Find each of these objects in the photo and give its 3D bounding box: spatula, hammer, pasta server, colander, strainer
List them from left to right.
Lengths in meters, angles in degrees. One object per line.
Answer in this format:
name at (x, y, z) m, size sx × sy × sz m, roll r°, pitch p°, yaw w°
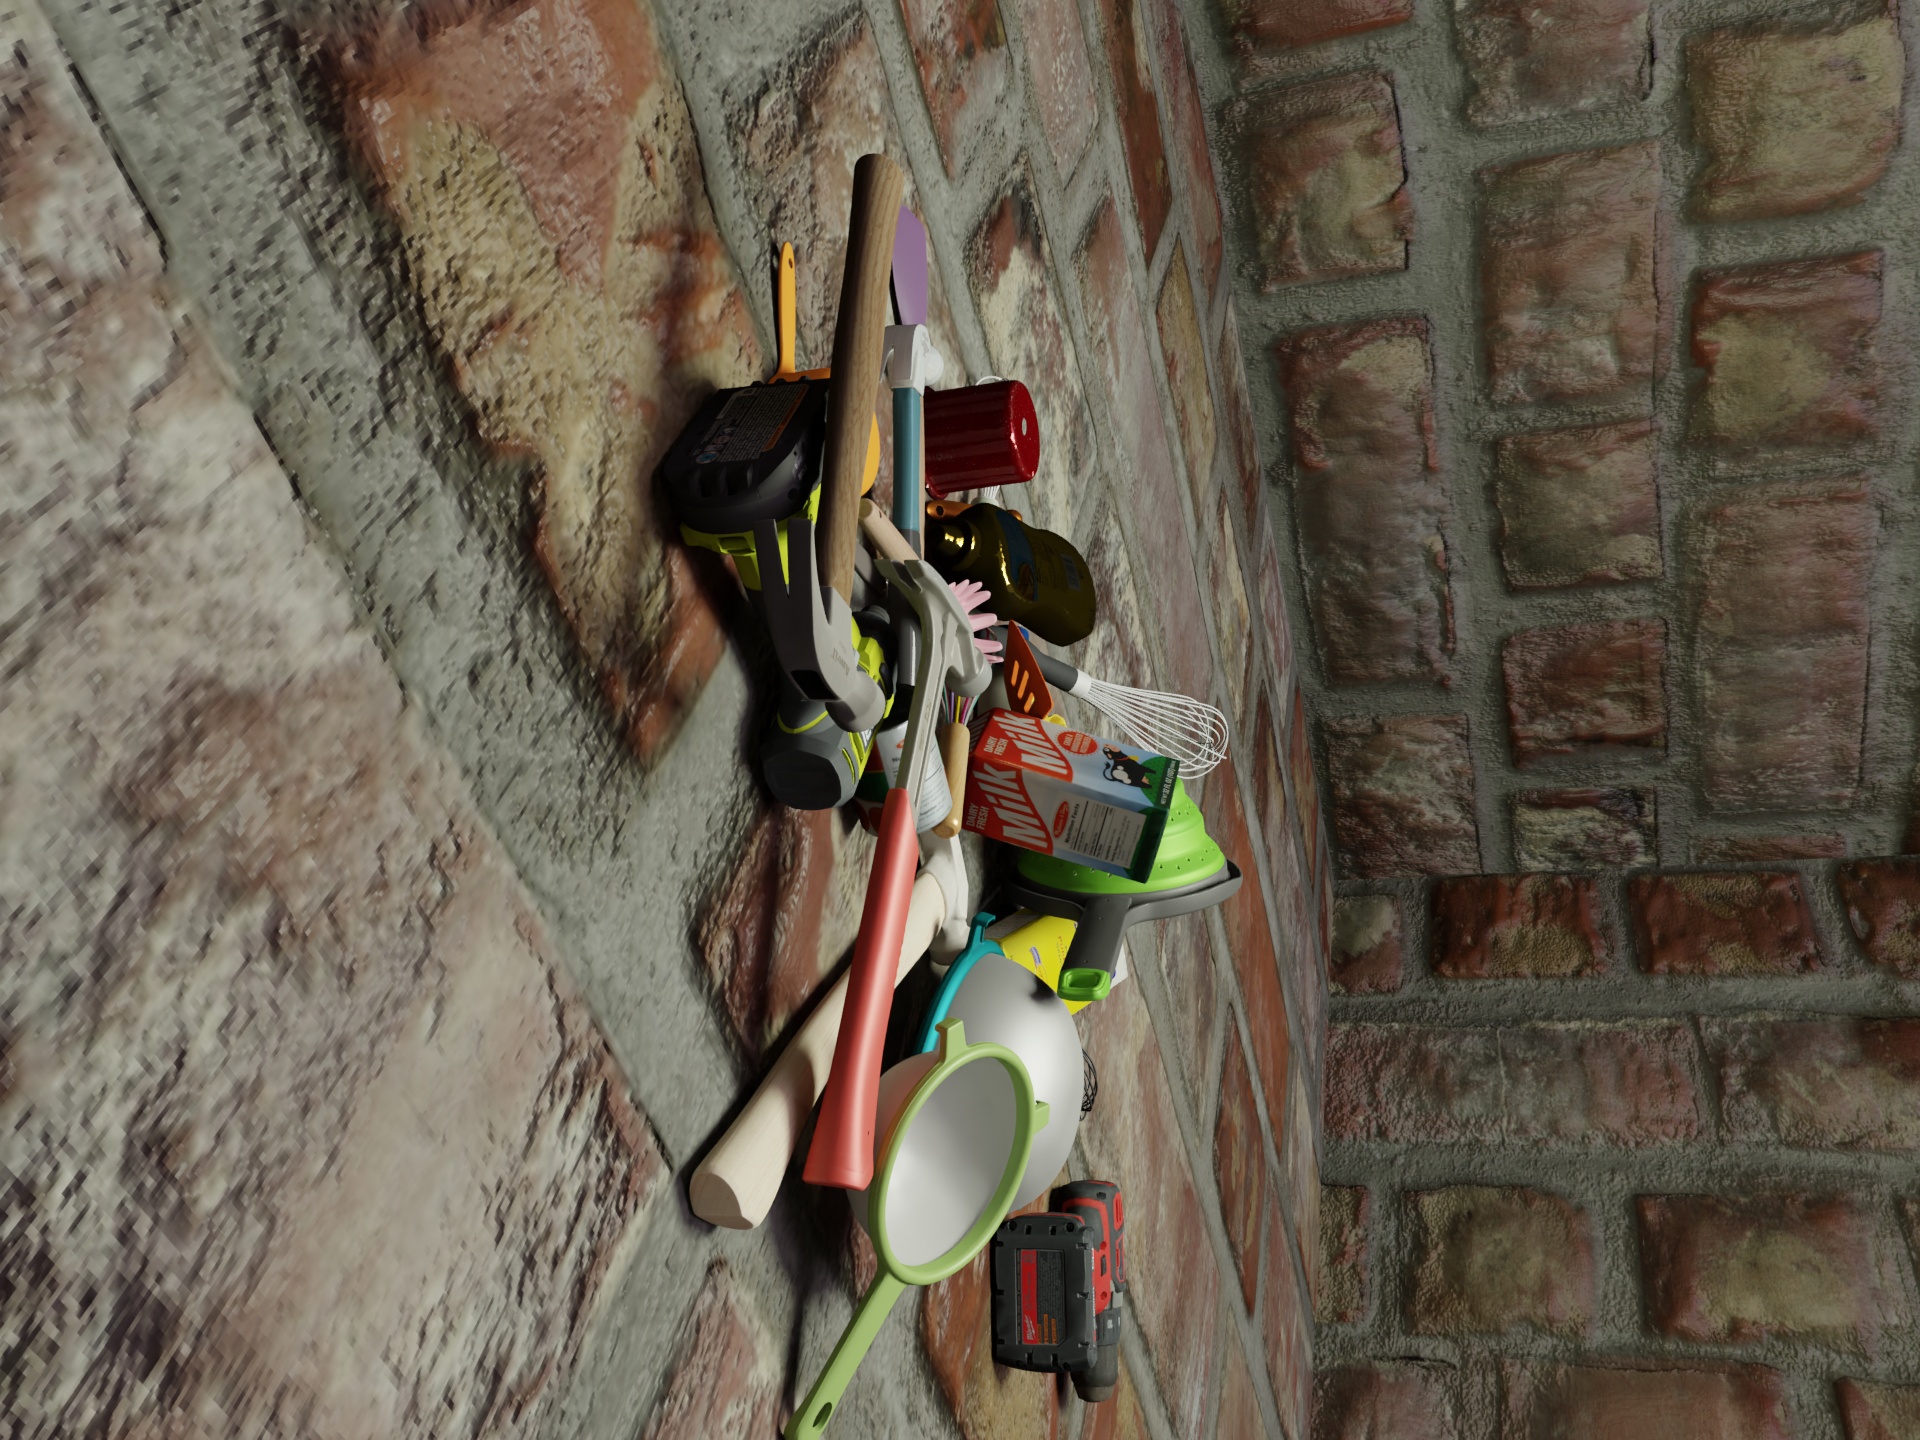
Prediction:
hammer at (-0.071, 0.170, 1.002) m, size 0.411 × 0.038 × 0.146 m, roll -49°, pitch 130°, yaw -64°
hammer at (-0.061, -0.169, 0.862) m, size 0.130 × 0.031 × 0.331 m, roll 55°, pitch 37°, yaw -62°
strainer at (-0.049, 0.304, 0.960) m, size 0.256 × 0.069 × 0.151 m, roll -59°, pitch 140°, yaw -18°
hammer at (-0.043, 0.088, 0.933) m, size 0.149 × 0.037 × 0.359 m, roll 53°, pitch 43°, yaw -59°
hammer at (-0.039, -0.121, 1.139) m, size 0.128 × 0.033 × 0.331 m, roll 16°, pitch 74°, yaw -79°
spatula at (-0.038, -0.252, 1.228) m, size 0.059 × 0.018 × 0.316 m, roll 25°, pitch 61°, yaw -61°
pasta server at (-0.019, -0.092, 1.050) m, size 0.316 × 0.040 × 0.060 m, roll 45°, pitch 33°, yaw -75°
strainer at (0.047, 0.304, 1.177) m, size 0.340 × 0.095 × 0.211 m, roll 71°, pitch 34°, yaw -52°
spatula at (0.083, 0.013, 1.350) m, size 0.081 × 0.041 × 0.322 m, roll 65°, pitch 7°, yaw 25°
colander at (0.118, 0.112, 1.267) m, size 0.397 × 0.204 × 0.094 m, roll -48°, pitch 136°, yaw -73°

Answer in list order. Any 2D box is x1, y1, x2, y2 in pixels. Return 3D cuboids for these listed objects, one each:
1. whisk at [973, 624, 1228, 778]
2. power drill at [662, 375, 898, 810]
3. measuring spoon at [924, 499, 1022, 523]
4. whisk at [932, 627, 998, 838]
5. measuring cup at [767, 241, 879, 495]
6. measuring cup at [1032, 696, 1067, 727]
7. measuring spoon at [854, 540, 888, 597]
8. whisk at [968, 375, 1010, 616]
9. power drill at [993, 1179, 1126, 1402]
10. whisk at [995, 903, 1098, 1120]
whisk at (0.124, -0.019, 1.369) m, size 0.284 × 0.070 × 0.070 m, roll 24°, pitch 56°, yaw -29°
power drill at (-0.092, -0.082, 0.947) m, size 0.171 × 0.080 × 0.223 m, roll -71°, pitch 154°, yaw -49°
measuring spoon at (0.013, -0.168, 1.301) m, size 0.116 × 0.011 × 0.021 m, roll -1°, pitch 83°, yaw -48°
whisk at (-0.002, -0.002, 1.178) m, size 0.051 × 0.047 × 0.245 m, roll 29°, pitch 37°, yaw -20°
measuring cup at (-0.088, -0.223, 1.018) m, size 0.095 × 0.052 × 0.173 m, roll 1°, pitch 87°, yaw -71°
measuring cup at (0.058, -0.006, 1.453) m, size 0.156 × 0.029 × 0.062 m, roll 52°, pitch 36°, yaw -39°
measuring spoon at (-0.066, -0.117, 1.111) m, size 0.124 × 0.018 × 0.034 m, roll 49°, pitch 40°, yaw -62°
whisk at (0.021, -0.191, 1.357) m, size 0.059 × 0.058 × 0.246 m, roll 24°, pitch 60°, yaw -30°
power drill at (0.095, 0.496, 1.352) m, size 0.226 × 0.080 × 0.188 m, roll 33°, pitch 55°, yaw -70°
whisk at (0.074, 0.256, 1.390) m, size 0.055 × 0.055 × 0.238 m, roll -65°, pitch 141°, yaw -55°
